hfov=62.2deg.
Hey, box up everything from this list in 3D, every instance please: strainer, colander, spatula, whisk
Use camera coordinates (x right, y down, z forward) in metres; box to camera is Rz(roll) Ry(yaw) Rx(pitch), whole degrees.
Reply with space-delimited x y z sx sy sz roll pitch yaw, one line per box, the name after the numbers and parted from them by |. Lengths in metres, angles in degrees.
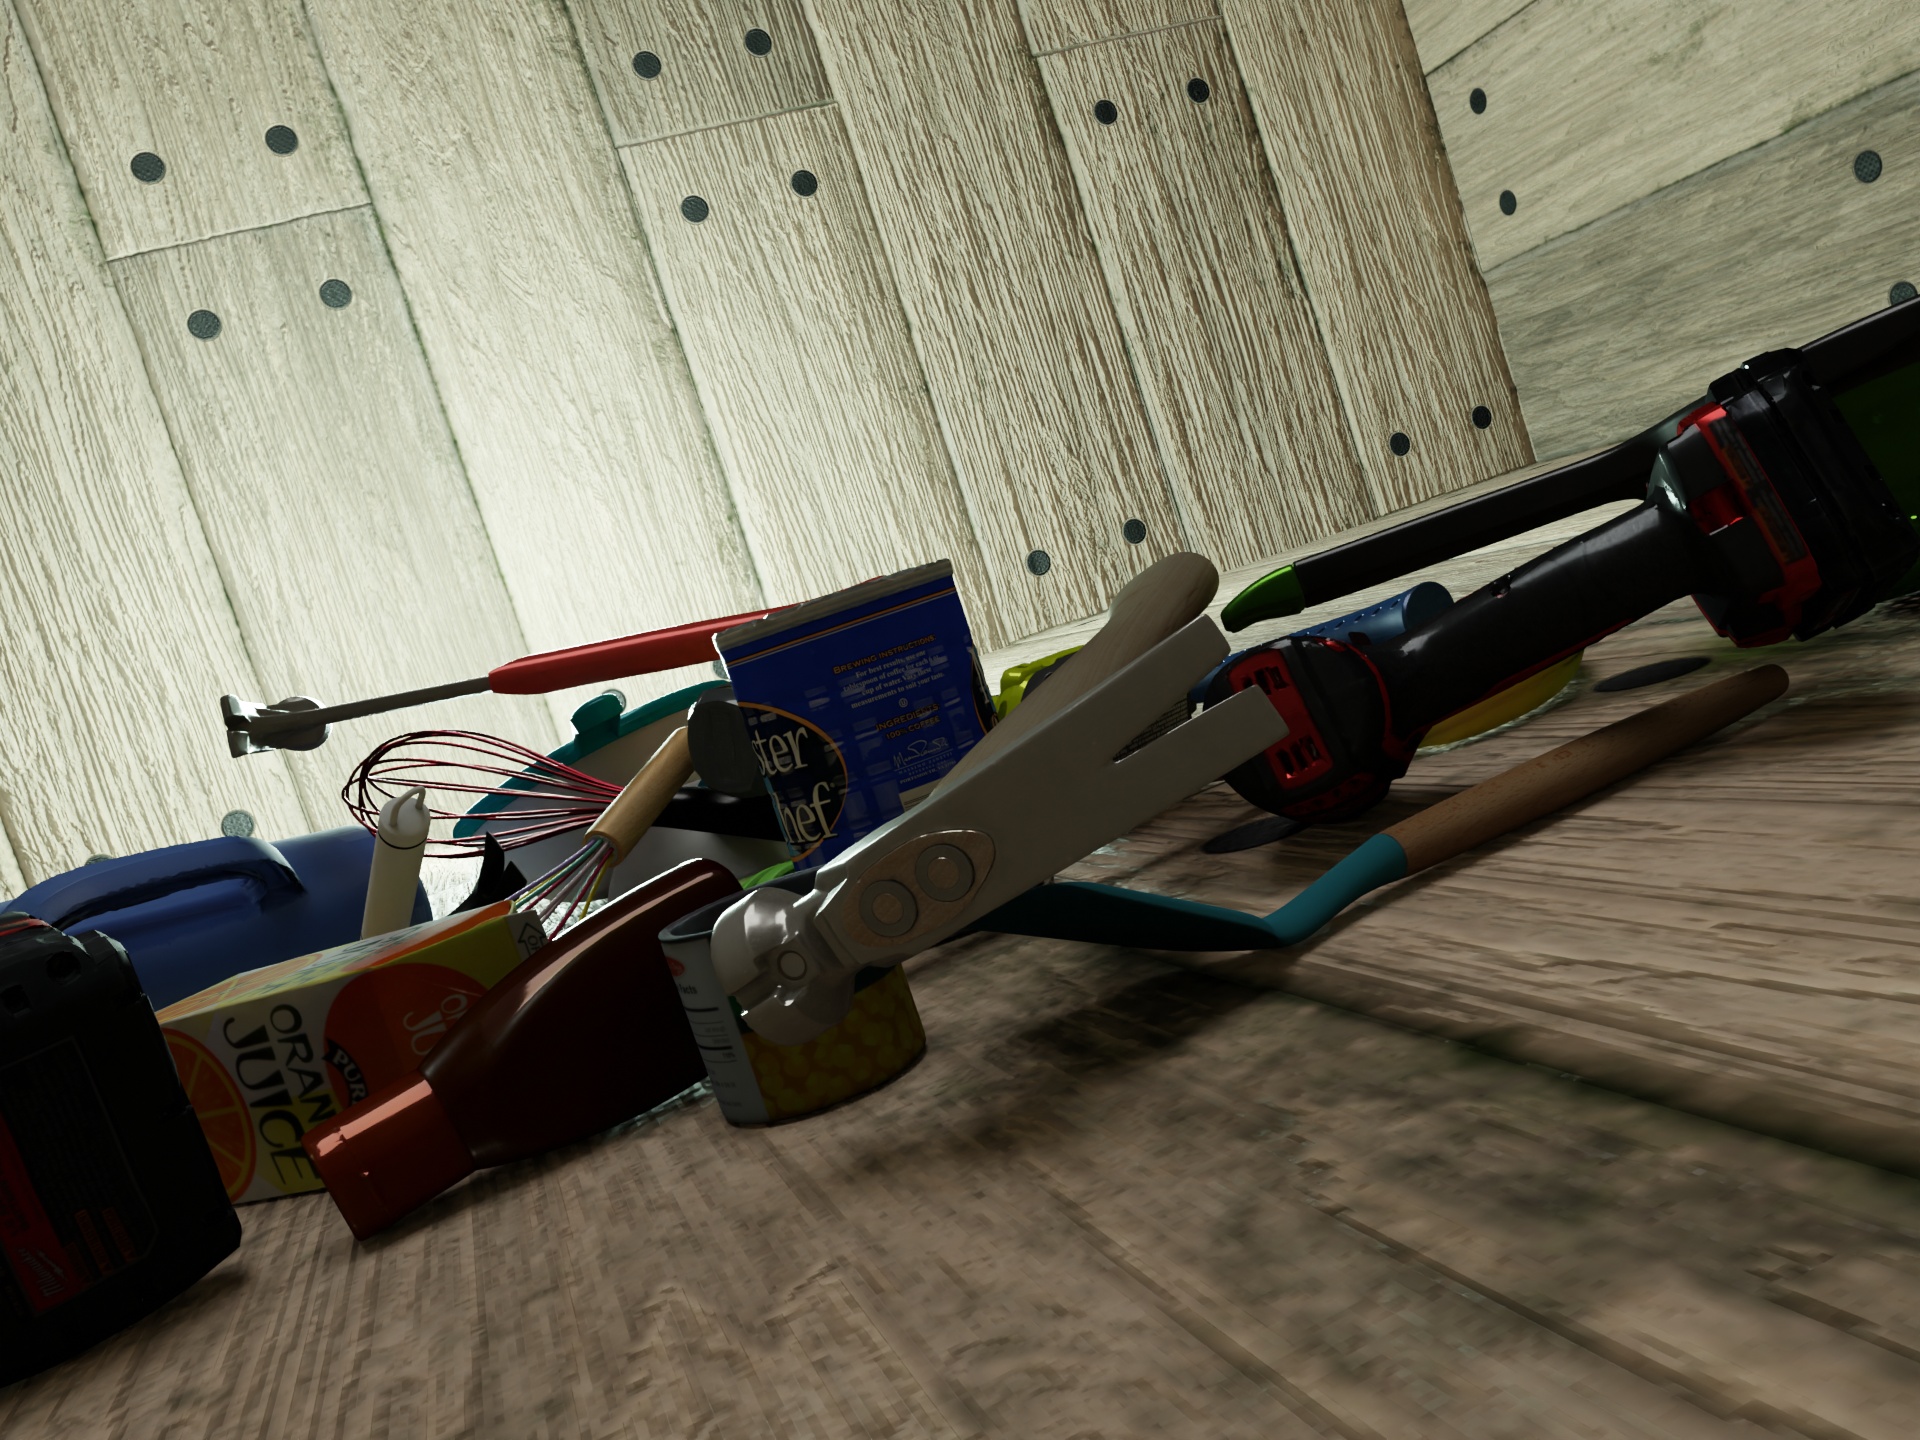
-0.163 0.077 0.885 0.151 0.069 0.256 -17 3 17 | strainer
-0.249 0.099 0.683 0.087 0.050 0.258 -29 -18 -37 | strainer
-0.211 0.053 1.009 0.211 0.095 0.340 -29 -2 -15 | strainer
0.308 -0.076 0.650 0.397 0.094 0.204 -19 -9 10 | colander
0.148 0.023 0.489 0.317 0.044 0.082 -19 -6 -26 | spatula
-0.178 0.069 0.730 0.047 0.051 0.245 -1 30 20 | whisk
-0.193 0.044 0.845 0.296 0.073 0.073 3 9 12 | whisk

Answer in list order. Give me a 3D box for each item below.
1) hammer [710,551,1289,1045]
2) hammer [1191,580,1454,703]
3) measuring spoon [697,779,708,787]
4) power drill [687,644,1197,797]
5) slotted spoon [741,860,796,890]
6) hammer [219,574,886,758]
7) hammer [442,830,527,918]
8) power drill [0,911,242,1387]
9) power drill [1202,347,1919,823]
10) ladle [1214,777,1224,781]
0.056 -0.019 0.541 0.146 0.038 0.411 -34 3 21 | hammer
0.129 -0.019 0.967 0.144 0.035 0.405 -21 2 -36 | hammer
-0.092 0.050 0.861 0.129 0.021 0.042 22 33 31 | measuring spoon
-0.001 -0.003 0.803 0.223 0.080 0.171 4 15 34 | power drill
-0.011 0.055 0.836 0.070 0.031 0.313 -18 2 41 | slotted spoon
-0.208 -0.031 0.876 0.359 0.037 0.149 -12 2 -12 | hammer
-0.354 0.155 0.741 0.337 0.034 0.127 -28 -17 -48 | hammer
-0.316 0.124 0.516 0.080 0.187 0.227 -26 27 -36 | power drill
0.198 -0.029 0.557 0.219 0.079 0.143 -28 -16 17 | power drill
0.059 0.031 0.627 0.315 0.069 0.031 -17 48 -29 | ladle
